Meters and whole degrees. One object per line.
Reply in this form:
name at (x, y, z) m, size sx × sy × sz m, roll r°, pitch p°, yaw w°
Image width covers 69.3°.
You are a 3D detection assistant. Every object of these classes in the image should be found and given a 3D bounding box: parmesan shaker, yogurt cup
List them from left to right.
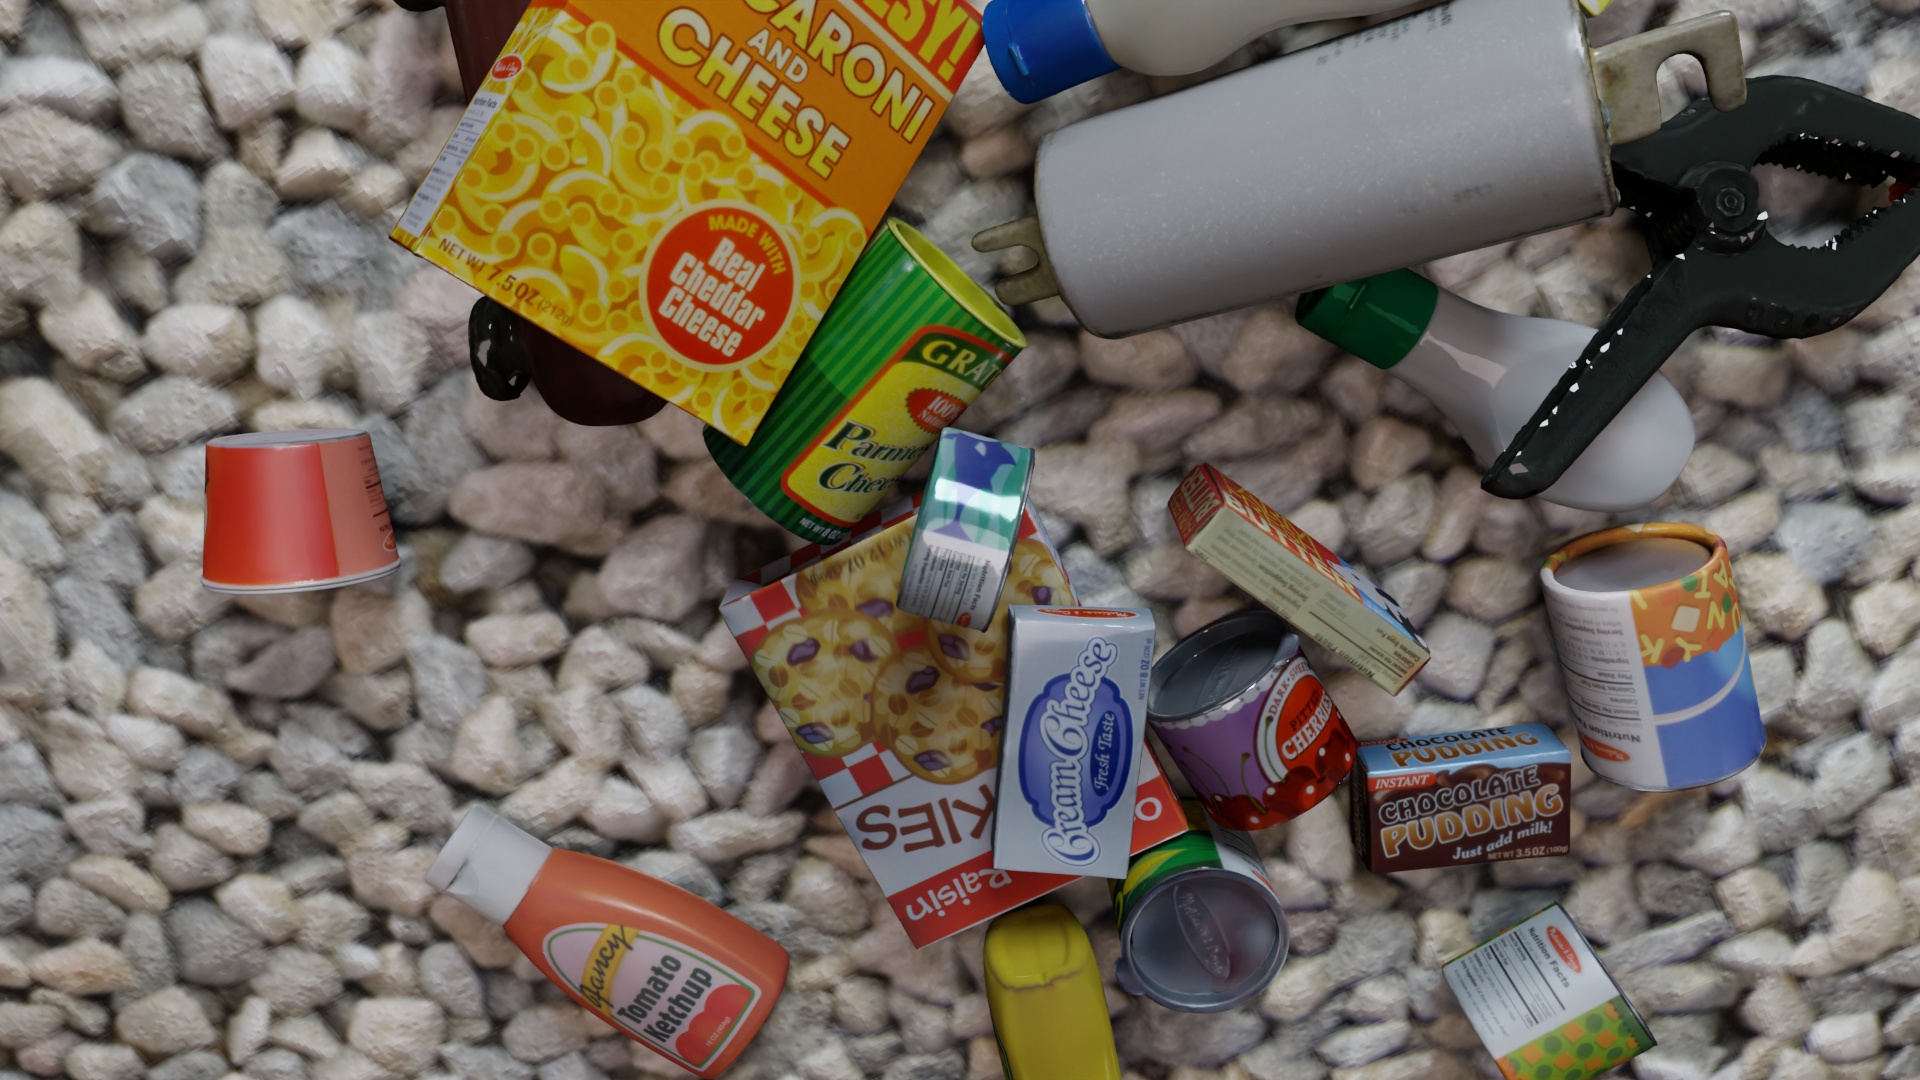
yogurt cup at (-0.245, -0.012, 0.514) m, size 0.072 × 0.072 × 0.053 m, roll -2°, pitch 100°, yaw 0°
parmesan shaker at (-0.033, -0.055, 0.502) m, size 0.071 × 0.071 × 0.103 m, roll 41°, pitch 105°, yaw -12°

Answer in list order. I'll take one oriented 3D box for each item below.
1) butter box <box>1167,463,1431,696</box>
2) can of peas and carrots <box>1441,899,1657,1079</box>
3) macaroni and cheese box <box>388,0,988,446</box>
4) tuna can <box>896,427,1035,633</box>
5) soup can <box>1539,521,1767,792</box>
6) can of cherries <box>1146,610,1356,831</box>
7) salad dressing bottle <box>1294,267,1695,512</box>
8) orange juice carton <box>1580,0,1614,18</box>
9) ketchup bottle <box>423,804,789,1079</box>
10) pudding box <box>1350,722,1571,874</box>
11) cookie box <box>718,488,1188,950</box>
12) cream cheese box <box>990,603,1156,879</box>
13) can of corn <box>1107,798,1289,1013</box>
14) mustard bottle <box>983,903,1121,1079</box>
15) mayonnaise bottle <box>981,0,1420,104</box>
butter box at (0.128, 0.013, 0.531) m, size 0.103 × 0.053 × 0.024 m, roll 34°, pitch 107°, yaw -10°
can of peas and carrots at (0.247, 0.196, 0.584) m, size 0.058 × 0.071 × 0.071 m, roll -34°, pitch 105°, yaw 10°
macaroni and cheese box at (-0.079, -0.132, 0.442) m, size 0.123 × 0.040 × 0.166 m, roll 31°, pitch 89°, yaw -38°
tuna can at (0.002, -0.006, 0.478) m, size 0.033 × 0.071 × 0.071 m, roll 15°, pitch 107°, yaw -3°
soup can at (0.269, 0.042, 0.536) m, size 0.071 × 0.071 × 0.083 m, roll -18°, pitch 107°, yaw 5°
can of cherries at (0.113, 0.070, 0.540) m, size 0.071 × 0.072 × 0.058 m, roll -31°, pitch 106°, yaw 9°
salad dressing bottle at (0.196, -0.062, 0.514) m, size 0.148 × 0.044 × 0.064 m, roll 27°, pitch 104°, yaw -7°
orange juice carton at (0.147, -0.255, 0.437) m, size 0.192 × 0.072 × 0.073 m, roll 38°, pitch 103°, yaw -12°
ketchup bottle at (-0.149, 0.163, 0.580) m, size 0.149 × 0.044 × 0.064 m, roll 34°, pitch 104°, yaw -10°
pudding box at (0.206, 0.106, 0.573) m, size 0.084 × 0.030 × 0.049 m, roll -6°, pitch 107°, yaw 1°
cookie box at (0.000, 0.066, 0.553) m, size 0.123 × 0.040 × 0.167 m, roll -26°, pitch 105°, yaw 7°
cream cheese box at (0.041, 0.075, 0.522) m, size 0.053 × 0.024 × 0.103 m, roll 4°, pitch 106°, yaw -1°
can of corn at (0.093, 0.149, 0.571) m, size 0.071 × 0.058 × 0.071 m, roll 0°, pitch 108°, yaw -1°
mustard bottle at (0.045, 0.236, 0.596) m, size 0.049 × 0.065 × 0.159 m, roll -12°, pitch 111°, yaw -1°
mayonnaise bottle at (0.078, -0.179, 0.431) m, size 0.148 × 0.041 × 0.064 m, roll -13°, pitch 120°, yaw 29°
